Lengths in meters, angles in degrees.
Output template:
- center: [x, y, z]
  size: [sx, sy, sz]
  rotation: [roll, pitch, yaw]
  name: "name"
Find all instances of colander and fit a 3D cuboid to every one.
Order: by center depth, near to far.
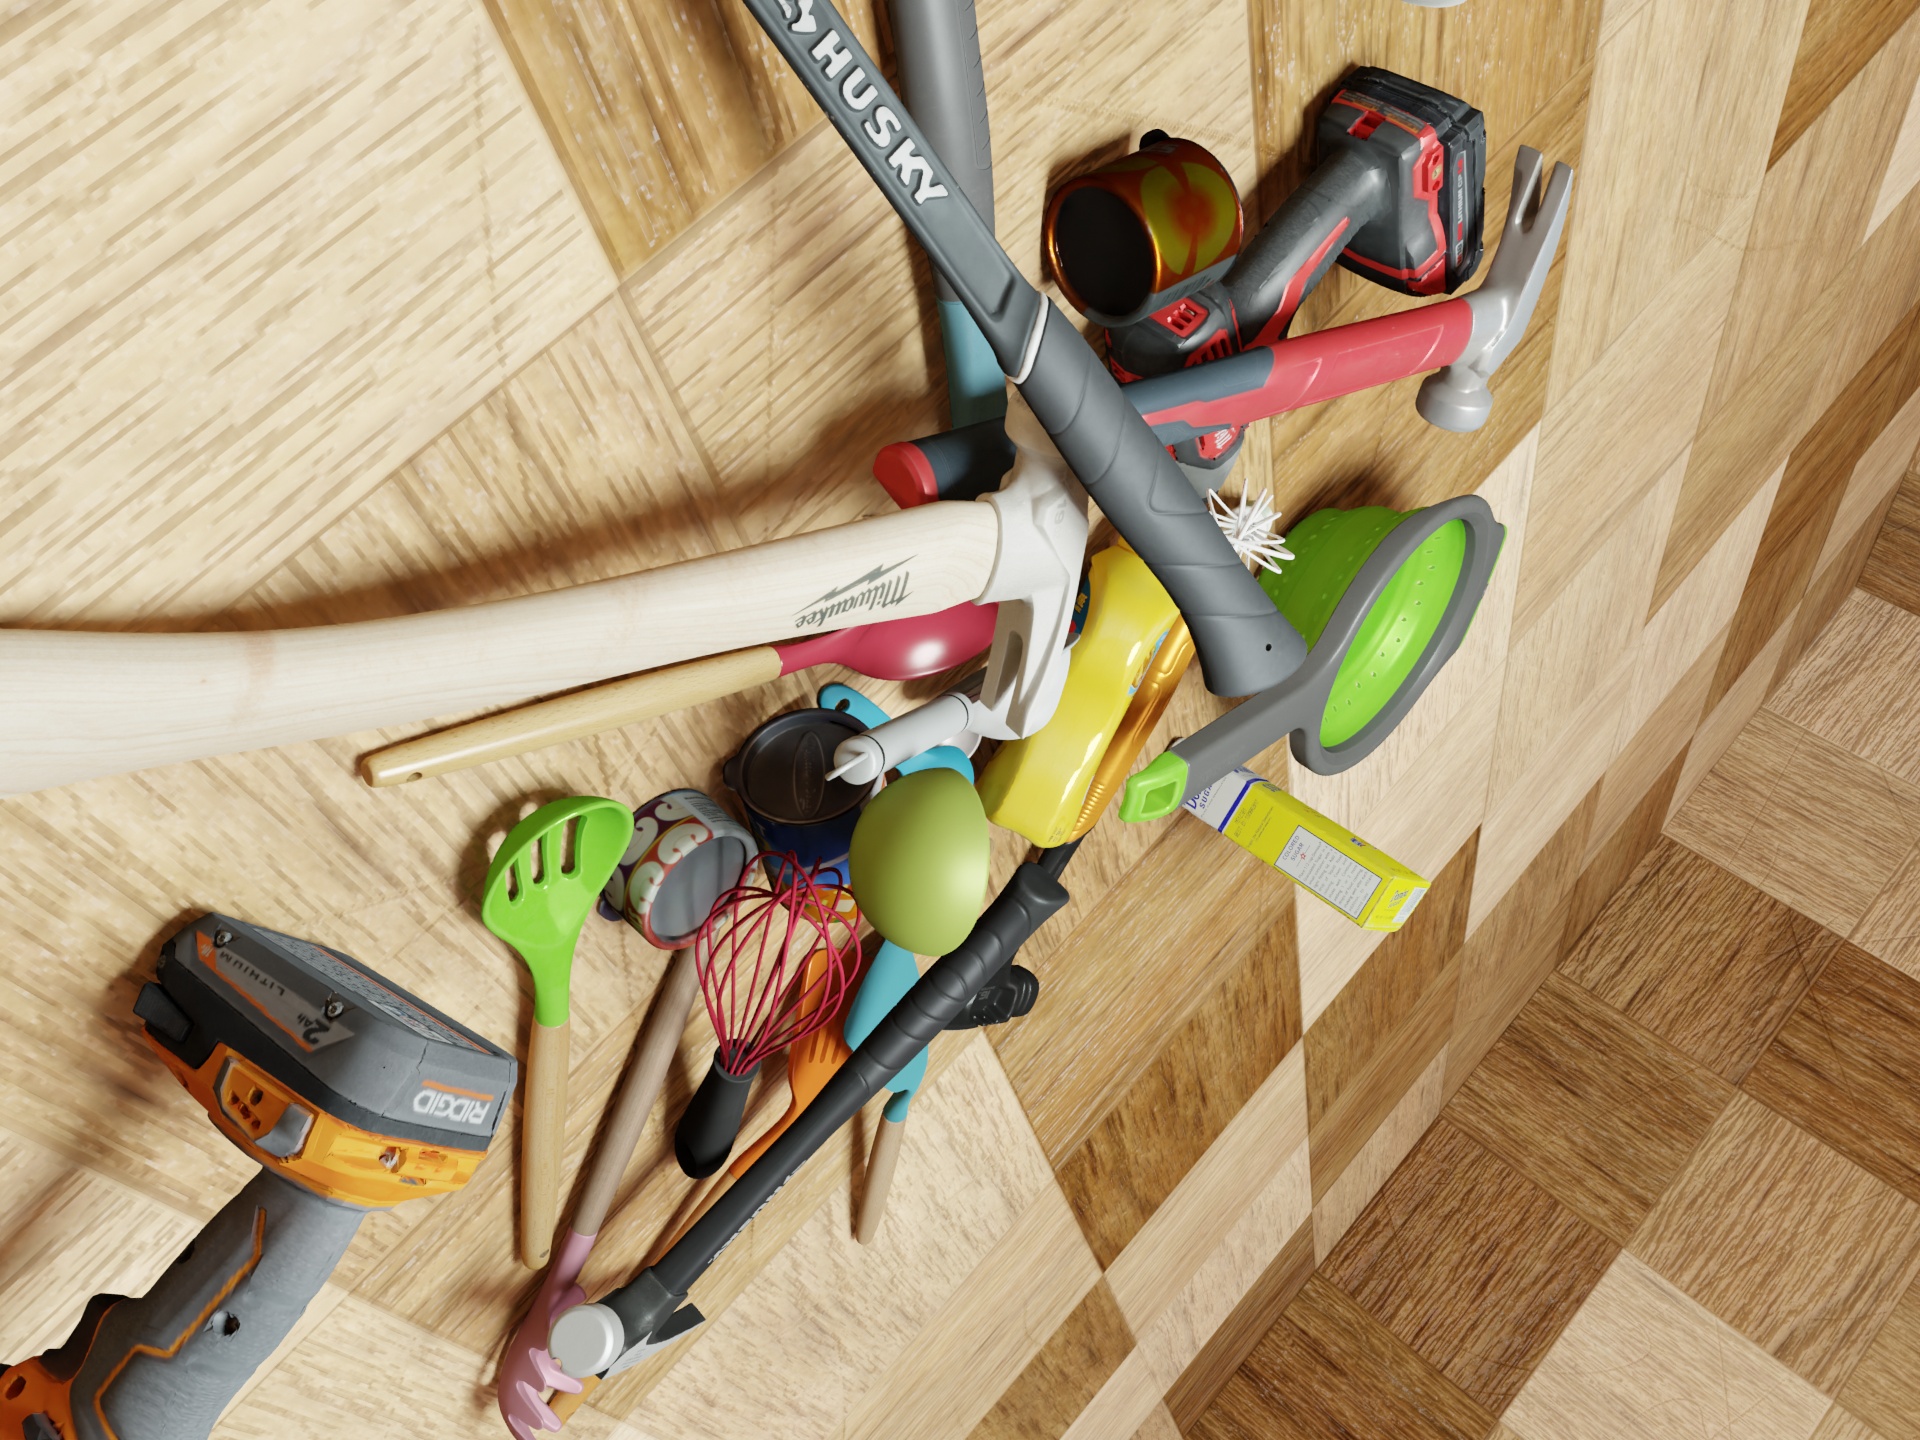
- center: [0.198, -0.044, 0.992]
  size: [0.397, 0.095, 0.204]
  rotation: [-28, 141, -40]
  name: "colander"

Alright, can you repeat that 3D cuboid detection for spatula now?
- center: [-0.144, 0.268, 0.896]
  size: [0.322, 0.041, 0.081]
  rotation: [-53, 153, 5]
  name: "spatula"
- center: [-0.053, 0.250, 0.990]
  size: [0.317, 0.044, 0.082]
  rotation: [102, 11, -47]
  name: "spatula"

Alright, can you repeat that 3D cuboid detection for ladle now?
- center: [-0.100, -0.017, 0.667]
  size: [0.315, 0.031, 0.069]
  rotation: [-18, 151, -43]
  name: "ladle"
- center: [0.003, 0.065, 0.776]
  size: [0.320, 0.062, 0.078]
  rotation: [23, 71, -81]
  name: "ladle"

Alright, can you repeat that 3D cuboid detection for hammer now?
- center: [0.013, -0.147, 0.532]
  size: [0.149, 0.036, 0.408]
  rotation: [-52, 125, -13]
  name: "hammer"
- center: [-0.125, -0.022, 0.536]
  size: [0.410, 0.038, 0.146]
  rotation: [-14, 130, -33]
  name: "hammer"
- center: [0.001, -0.187, 0.635]
  size: [0.128, 0.033, 0.330]
  rotation: [-41, 147, -24]
  name: "hammer"
- center: [0.130, -0.163, 0.714]
  size: [0.386, 0.038, 0.143]
  rotation: [-21, 138, -31]
  name: "hammer"
- center: [-0.065, 0.201, 0.825]
  size: [0.335, 0.035, 0.146]
  rotation: [-46, 164, -8]
  name: "hammer"
- center: [0.076, 0.044, 0.972]
  size: [0.127, 0.034, 0.337]
  rotation: [7, 114, -58]
  name: "hammer"

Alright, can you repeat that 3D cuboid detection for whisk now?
- center: [-0.103, 0.153, 0.758]
  size: [0.073, 0.073, 0.295]
  rotation: [-30, 157, -36]
  name: "whisk"
- center: [0.152, -0.102, 0.851]
  size: [0.246, 0.059, 0.058]
  rotation: [-36, 146, -74]
  name: "whisk"

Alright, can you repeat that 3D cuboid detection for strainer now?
- center: [-0.001, -0.002, 0.732]
  size: [0.087, 0.050, 0.258]
  rotation: [-23, -178, 25]
  name: "strainer"

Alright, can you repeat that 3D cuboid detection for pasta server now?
- center: [-0.175, 0.238, 0.805]
  size: [0.316, 0.040, 0.060]
  rotation: [-66, 174, 16]
  name: "pasta server"

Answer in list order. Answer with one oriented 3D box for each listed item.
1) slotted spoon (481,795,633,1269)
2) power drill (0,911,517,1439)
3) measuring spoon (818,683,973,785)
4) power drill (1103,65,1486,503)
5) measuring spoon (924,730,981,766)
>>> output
- center: [-0.186, 0.150, 0.712]
  size: [0.070, 0.031, 0.313]
  rotation: [-25, 141, -41]
  name: "slotted spoon"
- center: [-0.265, 0.185, 0.531]
  size: [0.226, 0.164, 0.084]
  rotation: [-64, 151, -10]
  name: "power drill"
- center: [-0.029, 0.017, 0.787]
  size: [0.042, 0.021, 0.128]
  rotation: [-47, 141, 1]
  name: "measuring spoon"
- center: [0.166, -0.211, 0.806]
  size: [0.220, 0.079, 0.143]
  rotation: [-44, 147, -12]
  name: "power drill"
- center: [-0.035, 0.042, 0.836]
  size: [0.124, 0.018, 0.034]
  rotation: [-51, 139, 7]
  name: "measuring spoon"
